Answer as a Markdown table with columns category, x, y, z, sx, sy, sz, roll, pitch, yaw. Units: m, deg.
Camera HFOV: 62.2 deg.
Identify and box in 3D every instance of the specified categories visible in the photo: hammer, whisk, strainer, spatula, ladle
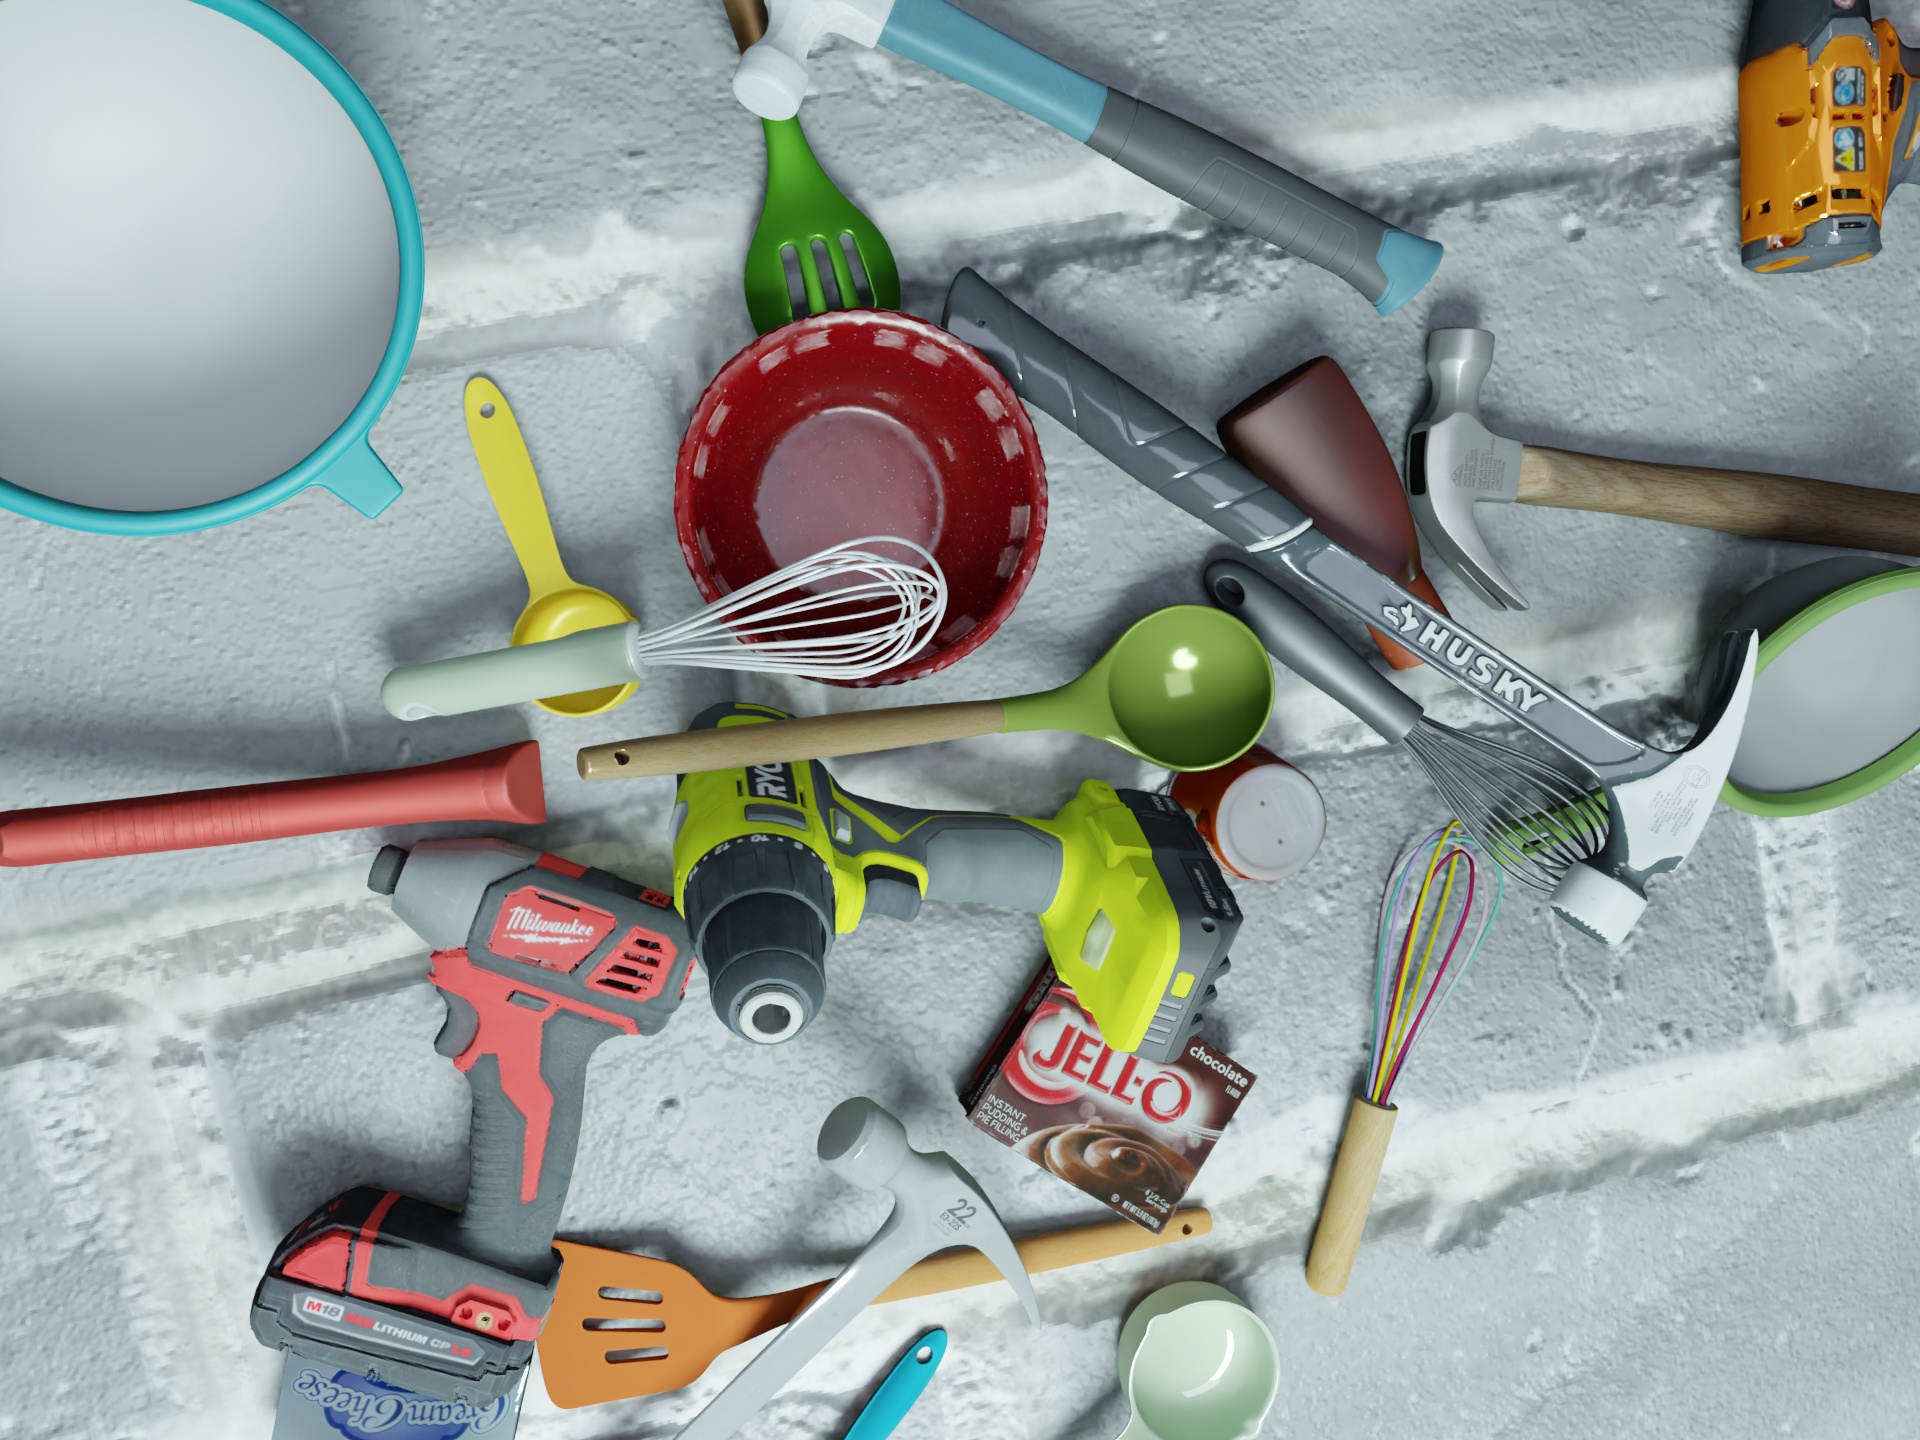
| category | x | y | z | sx | sy | sz | roll | pitch | yaw |
| --- | --- | --- | --- | --- | --- | --- | --- | --- | --- |
| hammer | -0.135 | 0.346 | 0.707 | 0.405 | 0.035 | 0.144 | -45 | 117 | 2 |
| whisk | 0.212 | 0.000 | 0.750 | 0.239 | 0.055 | 0.055 | 38 | 87 | 2 |
| hammer | 0.072 | -0.265 | 0.715 | 0.331 | 0.033 | 0.128 | 21 | 77 | -15 |
| strainer | 0.375 | -0.005 | 0.792 | 0.256 | 0.069 | 0.151 | -26 | 131 | 9 |
| whisk | 0.213 | 0.167 | 0.783 | 0.051 | 0.047 | 0.245 | 14 | 96 | 0 |
| spatula | -0.035 | 0.262 | 0.751 | 0.322 | 0.041 | 0.081 | -6 | 94 | -14 |
| hammer | 0.379 | -0.108 | 0.795 | 0.331 | 0.031 | 0.130 | 6 | 93 | -11 |
| strainer | -0.316 | -0.240 | 0.621 | 0.211 | 0.095 | 0.340 | 0 | 92 | -14 |
| whisk | -0.125 | -0.031 | 0.653 | 0.246 | 0.057 | 0.059 | -10 | 70 | 10 |
| hammer | -0.353 | 0.045 | 0.641 | 0.359 | 0.149 | 0.037 | -6 | 92 | -22 |
| ladle | -0.001 | -0.002 | 0.669 | 0.320 | 0.062 | 0.078 | -7 | 80 | -31 |
| hammer | 0.162 | -0.075 | 0.706 | 0.409 | 0.036 | 0.149 | 35 | 91 | 2 |

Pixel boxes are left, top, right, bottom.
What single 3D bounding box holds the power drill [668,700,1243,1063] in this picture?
| category | x | y | z | sx | sy | sz | roll | pitch | yaw |
| --- | --- | --- | --- | --- | --- | --- | --- | --- | --- |
| power drill | -0.007 | 0.075 | 0.659 | 0.228 | 0.191 | 0.080 | 11 | 115 | -17 |

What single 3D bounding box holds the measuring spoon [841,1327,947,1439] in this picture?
| category | x | y | z | sx | sy | sz | roll | pitch | yaw |
| --- | --- | --- | --- | --- | --- | --- | --- | --- | --- |
| measuring spoon | -0.051 | 0.341 | 0.759 | 0.042 | 0.021 | 0.128 | 45 | 76 | -21 |

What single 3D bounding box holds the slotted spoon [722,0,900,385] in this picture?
| category | x | y | z | sx | sy | sz | roll | pitch | yaw |
| --- | --- | --- | --- | --- | --- | --- | --- | --- | --- |
| slotted spoon | -0.093 | -0.303 | 0.693 | 0.070 | 0.031 | 0.313 | -17 | 96 | -11 |

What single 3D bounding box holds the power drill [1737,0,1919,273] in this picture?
| category | x | y | z | sx | sy | sz | roll | pitch | yaw |
| --- | --- | --- | --- | --- | --- | --- | --- | --- | --- |
| power drill | 0.491 | -0.309 | 0.778 | 0.226 | 0.084 | 0.164 | -5 | 95 | -7 |

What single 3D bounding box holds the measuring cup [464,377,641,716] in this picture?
| category | x | y | z | sx | sy | sz | roll | pitch | yaw |
| --- | --- | --- | --- | --- | --- | --- | --- | --- | --- |
| measuring cup | -0.182 | -0.076 | 0.697 | 0.062 | 0.029 | 0.156 | -21 | 86 | 4 |

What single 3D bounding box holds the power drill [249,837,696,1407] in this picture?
| category | x | y | z | sx | sy | sz | roll | pitch | yaw |
| --- | --- | --- | --- | --- | --- | --- | --- | --- | --- |
| power drill | -0.211 | 0.161 | 0.681 | 0.143 | 0.078 | 0.220 | 21 | 87 | -8 |

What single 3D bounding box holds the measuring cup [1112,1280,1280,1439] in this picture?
| category | x | y | z | sx | sy | sz | roll | pitch | yaw |
| --- | --- | --- | --- | --- | --- | --- | --- | --- | --- |
| measuring cup | 0.079 | 0.341 | 0.771 | 0.167 | 0.038 | 0.083 | -41 | 101 | -3 |
